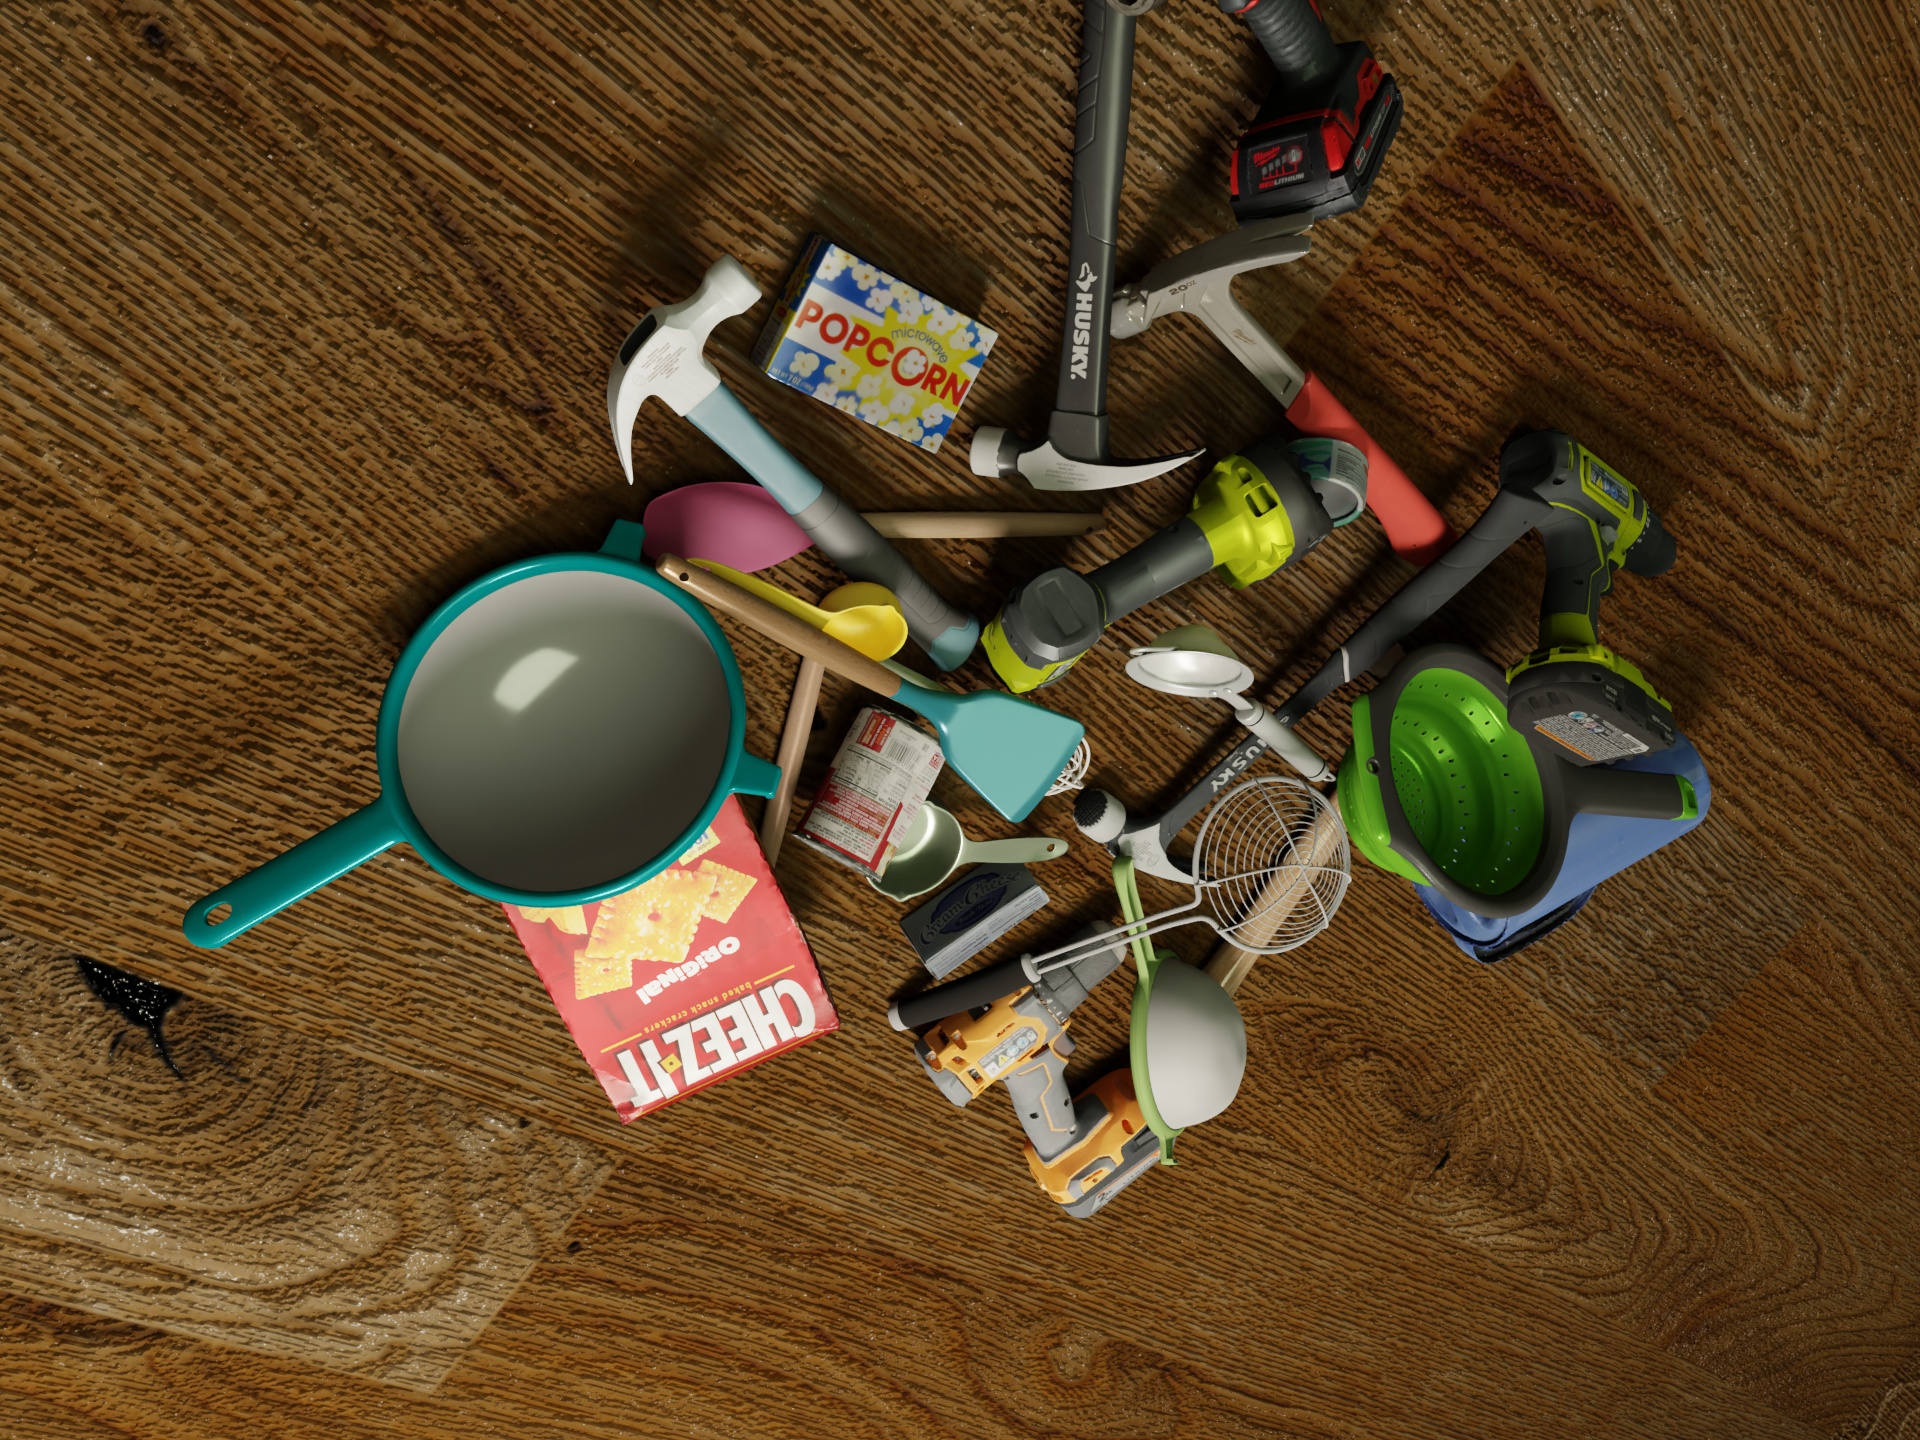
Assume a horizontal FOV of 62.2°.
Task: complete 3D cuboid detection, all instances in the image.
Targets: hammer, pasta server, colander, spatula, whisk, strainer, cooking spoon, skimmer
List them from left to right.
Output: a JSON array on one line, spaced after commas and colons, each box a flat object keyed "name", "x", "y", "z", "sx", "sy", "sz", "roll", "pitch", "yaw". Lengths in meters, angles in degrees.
[{"name": "strainer", "x": -0.281, "y": 0.045, "z": 0.935, "sx": 0.340, "sy": 0.211, "sz": 0.095, "roll": -30, "pitch": 165, "yaw": -6}, {"name": "pasta server", "x": -0.127, "y": 0.076, "z": 1.090, "sx": 0.060, "sy": 0.040, "sz": 0.316, "roll": 9, "pitch": 112, "yaw": -17}, {"name": "hammer", "x": -0.085, "y": -0.129, "z": 0.968, "sx": 0.128, "sy": 0.033, "sz": 0.330, "roll": -38, "pitch": 135, "yaw": 10}, {"name": "spatula", "x": -0.054, "y": -0.028, "z": 0.982, "sx": 0.317, "sy": 0.044, "sz": 0.082, "roll": 28, "pitch": 102, "yaw": -39}, {"name": "cooking spoon", "x": -0.048, "y": -0.126, "z": 1.026, "sx": 0.318, "sy": 0.017, "sz": 0.068, "roll": -3, "pitch": 131, "yaw": -24}, {"name": "whisk", "x": -0.002, "y": -0.003, "z": 1.091, "sx": 0.246, "sy": 0.058, "sz": 0.059, "roll": 27, "pitch": 112, "yaw": -35}, {"name": "hammer", "x": 0.086, "y": -0.301, "z": 0.948, "sx": 0.035, "sy": 0.146, "sz": 0.334, "roll": -37, "pitch": 135, "yaw": -60}, {"name": "skimmer", "x": 0.112, "y": 0.152, "z": 1.183, "sx": 0.363, "sy": 0.090, "sz": 0.127, "roll": -24, "pitch": 101, "yaw": 21}, {"name": "strainer", "x": 0.176, "y": 0.212, "z": 1.245, "sx": 0.069, "sy": 0.151, "sz": 0.256, "roll": -4, "pitch": 119, "yaw": 25}, {"name": "strainer", "x": 0.199, "y": -0.012, "z": 1.124, "sx": 0.258, "sy": 0.087, "sz": 0.050, "roll": 35, "pitch": 60, "yaw": -40}, {"name": "hammer", "x": 0.298, "y": 0.093, "z": 1.297, "sx": 0.130, "sy": 0.031, "sz": 0.331, "roll": 25, "pitch": 107, "yaw": -22}, {"name": "hammer", "x": 0.275, "y": -0.025, "z": 1.191, "sx": 0.409, "sy": 0.036, "sz": 0.149, "roll": -43, "pitch": 129, "yaw": 13}, {"name": "hammer", "x": 0.255, "y": -0.204, "z": 1.077, "sx": 0.358, "sy": 0.149, "sz": 0.037, "roll": 32, "pitch": 59, "yaw": -40}, {"name": "colander", "x": 0.417, "y": 0.059, "z": 1.226, "sx": 0.396, "sy": 0.094, "sz": 0.205, "roll": 6, "pitch": 71, "yaw": -33}]

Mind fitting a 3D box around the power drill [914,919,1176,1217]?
[{"name": "power drill", "x": 0.091, "y": 0.276, "z": 1.282, "sx": 0.185, "sy": 0.084, "sz": 0.226, "roll": -38, "pitch": 122, "yaw": -4}]

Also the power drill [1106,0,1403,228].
[{"name": "power drill", "x": 0.161, "y": -0.389, "z": 0.898, "sx": 0.226, "sy": 0.080, "sz": 0.188, "roll": 53, "pitch": 52, "yaw": -36}]

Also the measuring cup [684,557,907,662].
[{"name": "measuring cup", "x": -0.102, "y": -0.076, "z": 0.968, "sx": 0.156, "sy": 0.029, "sz": 0.062, "roll": 21, "pitch": 130, "yaw": -34}]

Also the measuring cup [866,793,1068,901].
[{"name": "measuring cup", "x": 0.000, "y": 0.086, "z": 1.157, "sx": 0.167, "sy": 0.038, "sz": 0.083, "roll": 2, "pitch": 116, "yaw": -28}]

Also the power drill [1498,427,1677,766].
[{"name": "power drill", "x": 0.484, "y": -0.088, "z": 1.205, "sx": 0.190, "sy": 0.080, "sz": 0.229, "roll": 24, "pitch": 63, "yaw": -33}]

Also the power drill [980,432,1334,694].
[{"name": "power drill", "x": 0.119, "y": -0.093, "z": 1.054, "sx": 0.223, "sy": 0.171, "sz": 0.080, "roll": -29, "pitch": 85, "yaw": -11}]
